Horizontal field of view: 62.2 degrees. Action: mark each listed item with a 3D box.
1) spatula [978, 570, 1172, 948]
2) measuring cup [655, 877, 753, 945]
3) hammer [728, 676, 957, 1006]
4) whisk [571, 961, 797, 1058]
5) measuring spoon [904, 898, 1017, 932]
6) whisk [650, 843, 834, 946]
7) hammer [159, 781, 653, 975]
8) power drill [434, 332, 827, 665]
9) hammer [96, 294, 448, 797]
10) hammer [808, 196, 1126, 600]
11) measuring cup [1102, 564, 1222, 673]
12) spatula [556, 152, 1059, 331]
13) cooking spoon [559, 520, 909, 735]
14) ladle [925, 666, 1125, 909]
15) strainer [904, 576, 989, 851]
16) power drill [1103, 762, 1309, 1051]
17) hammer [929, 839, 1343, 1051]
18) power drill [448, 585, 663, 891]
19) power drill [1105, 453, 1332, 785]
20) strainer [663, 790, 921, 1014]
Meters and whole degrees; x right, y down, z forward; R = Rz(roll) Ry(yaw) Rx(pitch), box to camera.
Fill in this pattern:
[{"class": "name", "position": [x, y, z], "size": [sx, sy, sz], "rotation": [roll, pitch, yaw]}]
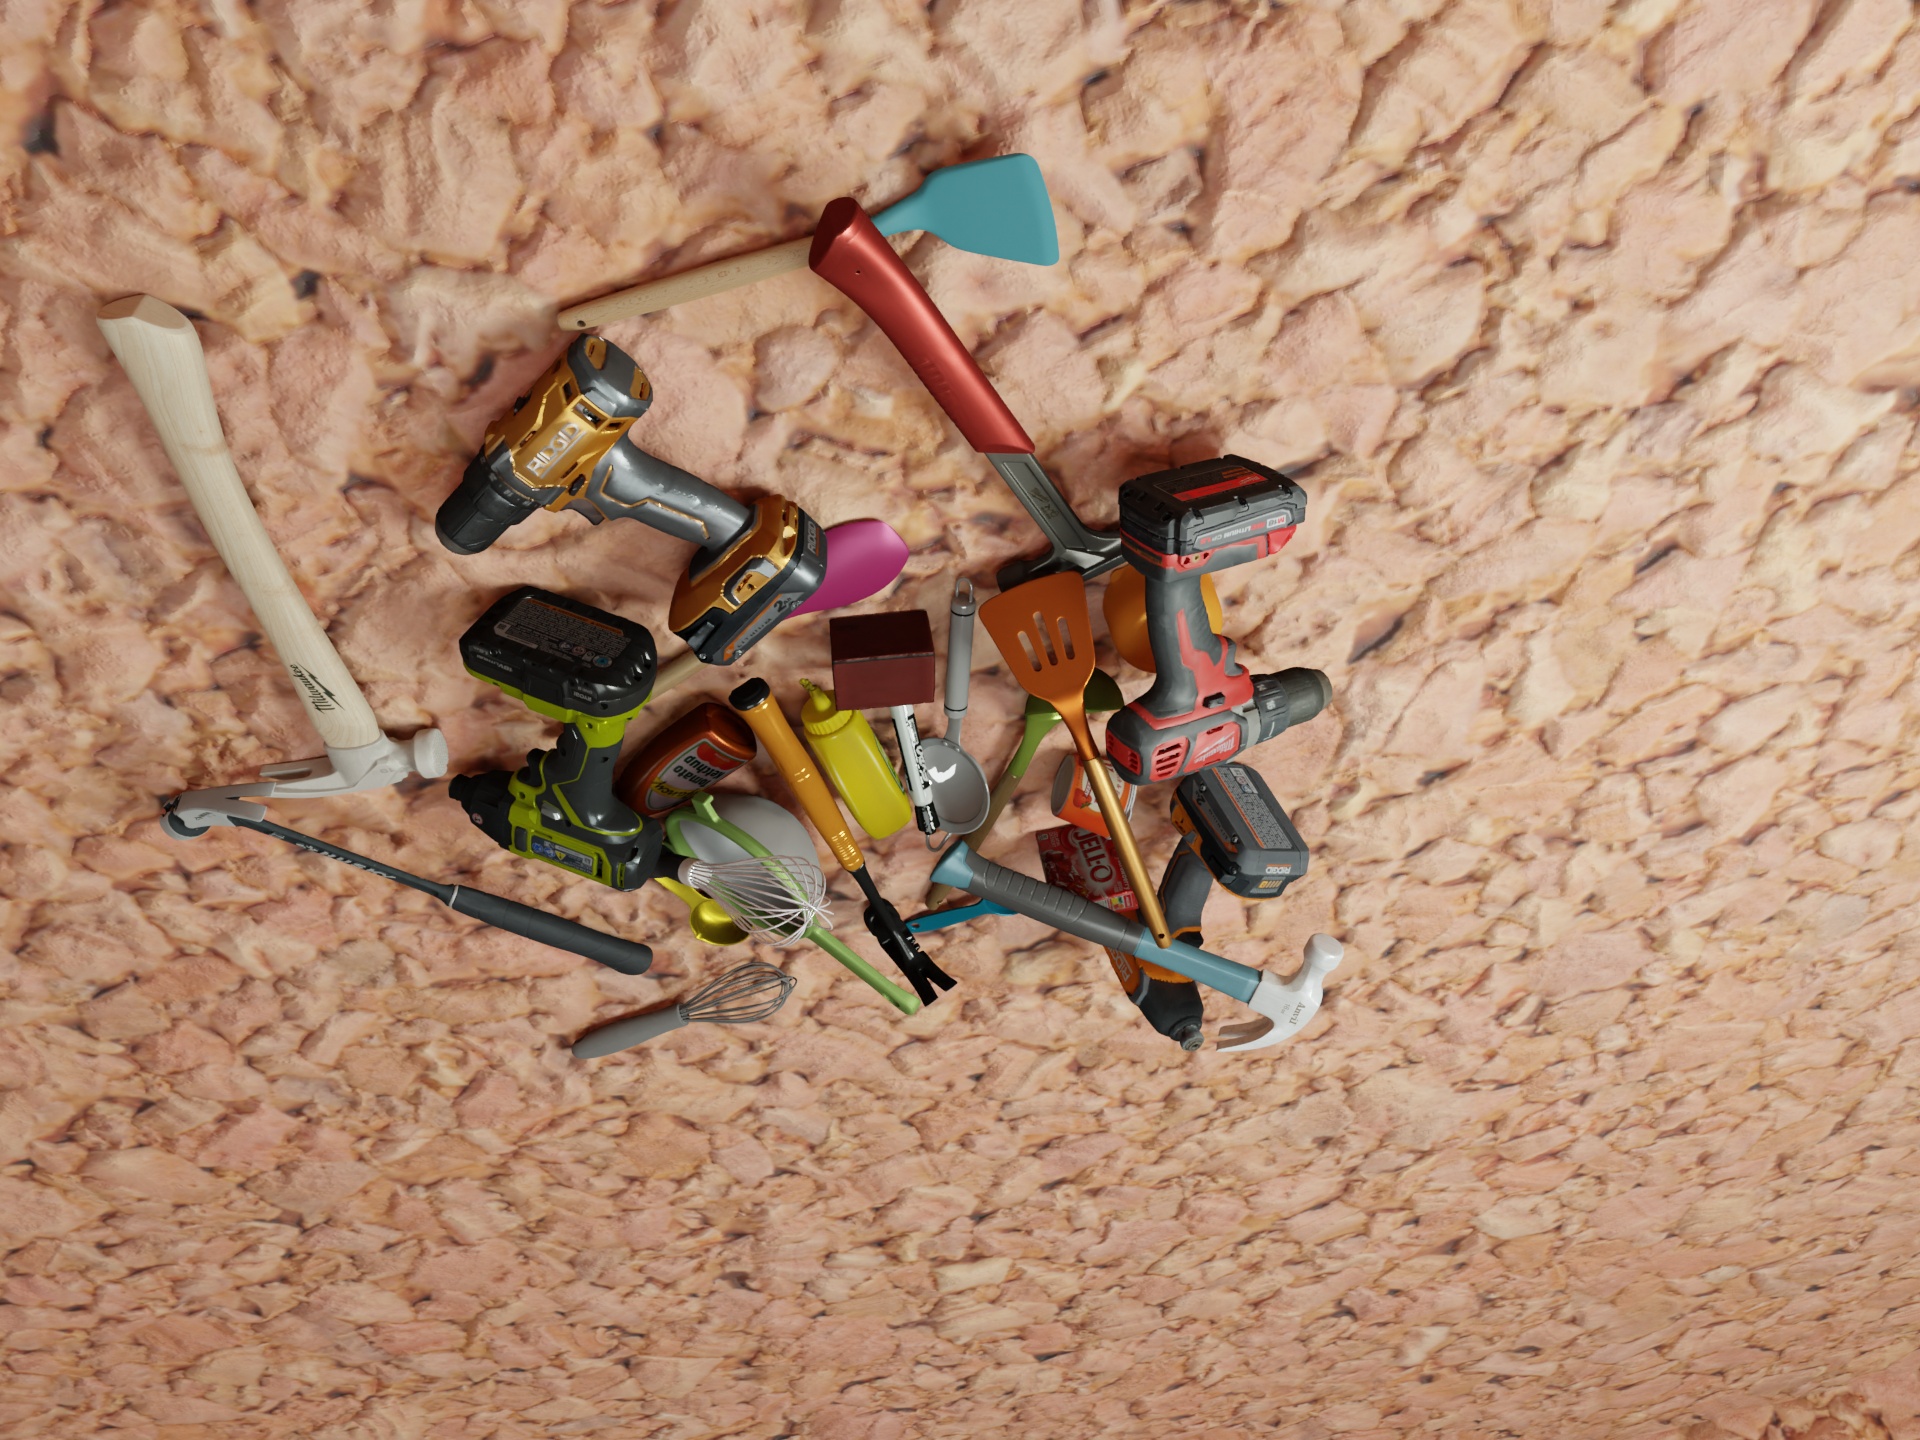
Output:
[{"class": "spatula", "position": [0.106, 0.042, 1.210], "size": [0.081, 0.041, 0.322], "rotation": [-20, 116, 6]}, {"class": "measuring cup", "position": [-0.239, 0.136, 1.374], "size": [0.062, 0.029, 0.156], "rotation": [-33, 117, 22]}, {"class": "hammer", "position": [-0.099, 0.097, 1.295], "size": [0.034, 0.127, 0.336], "rotation": [-35, 129, -10]}, {"class": "whisk", "position": [-0.260, 0.276, 1.481], "size": [0.239, 0.055, 0.055], "rotation": [-20, 133, 15]}, {"class": "measuring spoon", "position": [0.003, 0.168, 1.445], "size": [0.128, 0.021, 0.042], "rotation": [-18, 133, 20]}, {"class": "whisk", "position": [-0.189, 0.122, 1.224], "size": [0.070, 0.070, 0.285], "rotation": [38, 161, -35]}, {"class": "hammer", "position": [-0.429, 0.136, 1.304], "size": [0.408, 0.036, 0.149], "rotation": [28, 153, -35]}, {"class": "power drill", "position": [-0.227, -0.131, 1.085], "size": [0.185, 0.084, 0.226], "rotation": [-38, 123, 24]}, {"class": "hammer", "position": [-0.493, -0.100, 1.100], "size": [0.146, 0.038, 0.410], "rotation": [-8, 133, 1]}, {"class": "hammer", "position": [0.020, -0.208, 1.051], "size": [0.149, 0.037, 0.358], "rotation": [-26, 139, 16]}, {"class": "measuring cup", "position": [0.182, -0.103, 1.191], "size": [0.095, 0.052, 0.173], "rotation": [27, 126, -29]}, {"class": "spatula", "position": [-0.100, -0.284, 0.985], "size": [0.317, 0.044, 0.082], "rotation": [-14, 143, 6]}, {"class": "cooking spoon", "position": [-0.177, -0.058, 1.199], "size": [0.319, 0.017, 0.068], "rotation": [-29, 130, 17]}, {"class": "ladle", "position": [0.040, 0.069, 1.329], "size": [0.078, 0.062, 0.320], "rotation": [-3, 139, -34]}, {"class": "strainer", "position": [-0.002, -0.004, 1.264], "size": [0.087, 0.050, 0.258], "rotation": [27, 133, 26]}, {"class": "power drill", "position": [0.204, 0.165, 1.370], "size": [0.084, 0.164, 0.226], "rotation": [4, 131, -30]}, {"class": "hammer", "position": [0.134, 0.174, 1.304], "size": [0.331, 0.033, 0.128], "rotation": [22, 119, 5]}, {"class": "power drill", "position": [-0.306, 0.018, 1.189], "size": [0.171, 0.080, 0.223], "rotation": [20, 131, 7]}, {"class": "power drill", "position": [0.194, -0.070, 1.146], "size": [0.188, 0.080, 0.226], "rotation": [-16, 123, -23]}, {"class": "strainer", "position": [-0.122, 0.138, 1.299], "size": [0.256, 0.069, 0.151], "rotation": [39, 153, -4]}]
